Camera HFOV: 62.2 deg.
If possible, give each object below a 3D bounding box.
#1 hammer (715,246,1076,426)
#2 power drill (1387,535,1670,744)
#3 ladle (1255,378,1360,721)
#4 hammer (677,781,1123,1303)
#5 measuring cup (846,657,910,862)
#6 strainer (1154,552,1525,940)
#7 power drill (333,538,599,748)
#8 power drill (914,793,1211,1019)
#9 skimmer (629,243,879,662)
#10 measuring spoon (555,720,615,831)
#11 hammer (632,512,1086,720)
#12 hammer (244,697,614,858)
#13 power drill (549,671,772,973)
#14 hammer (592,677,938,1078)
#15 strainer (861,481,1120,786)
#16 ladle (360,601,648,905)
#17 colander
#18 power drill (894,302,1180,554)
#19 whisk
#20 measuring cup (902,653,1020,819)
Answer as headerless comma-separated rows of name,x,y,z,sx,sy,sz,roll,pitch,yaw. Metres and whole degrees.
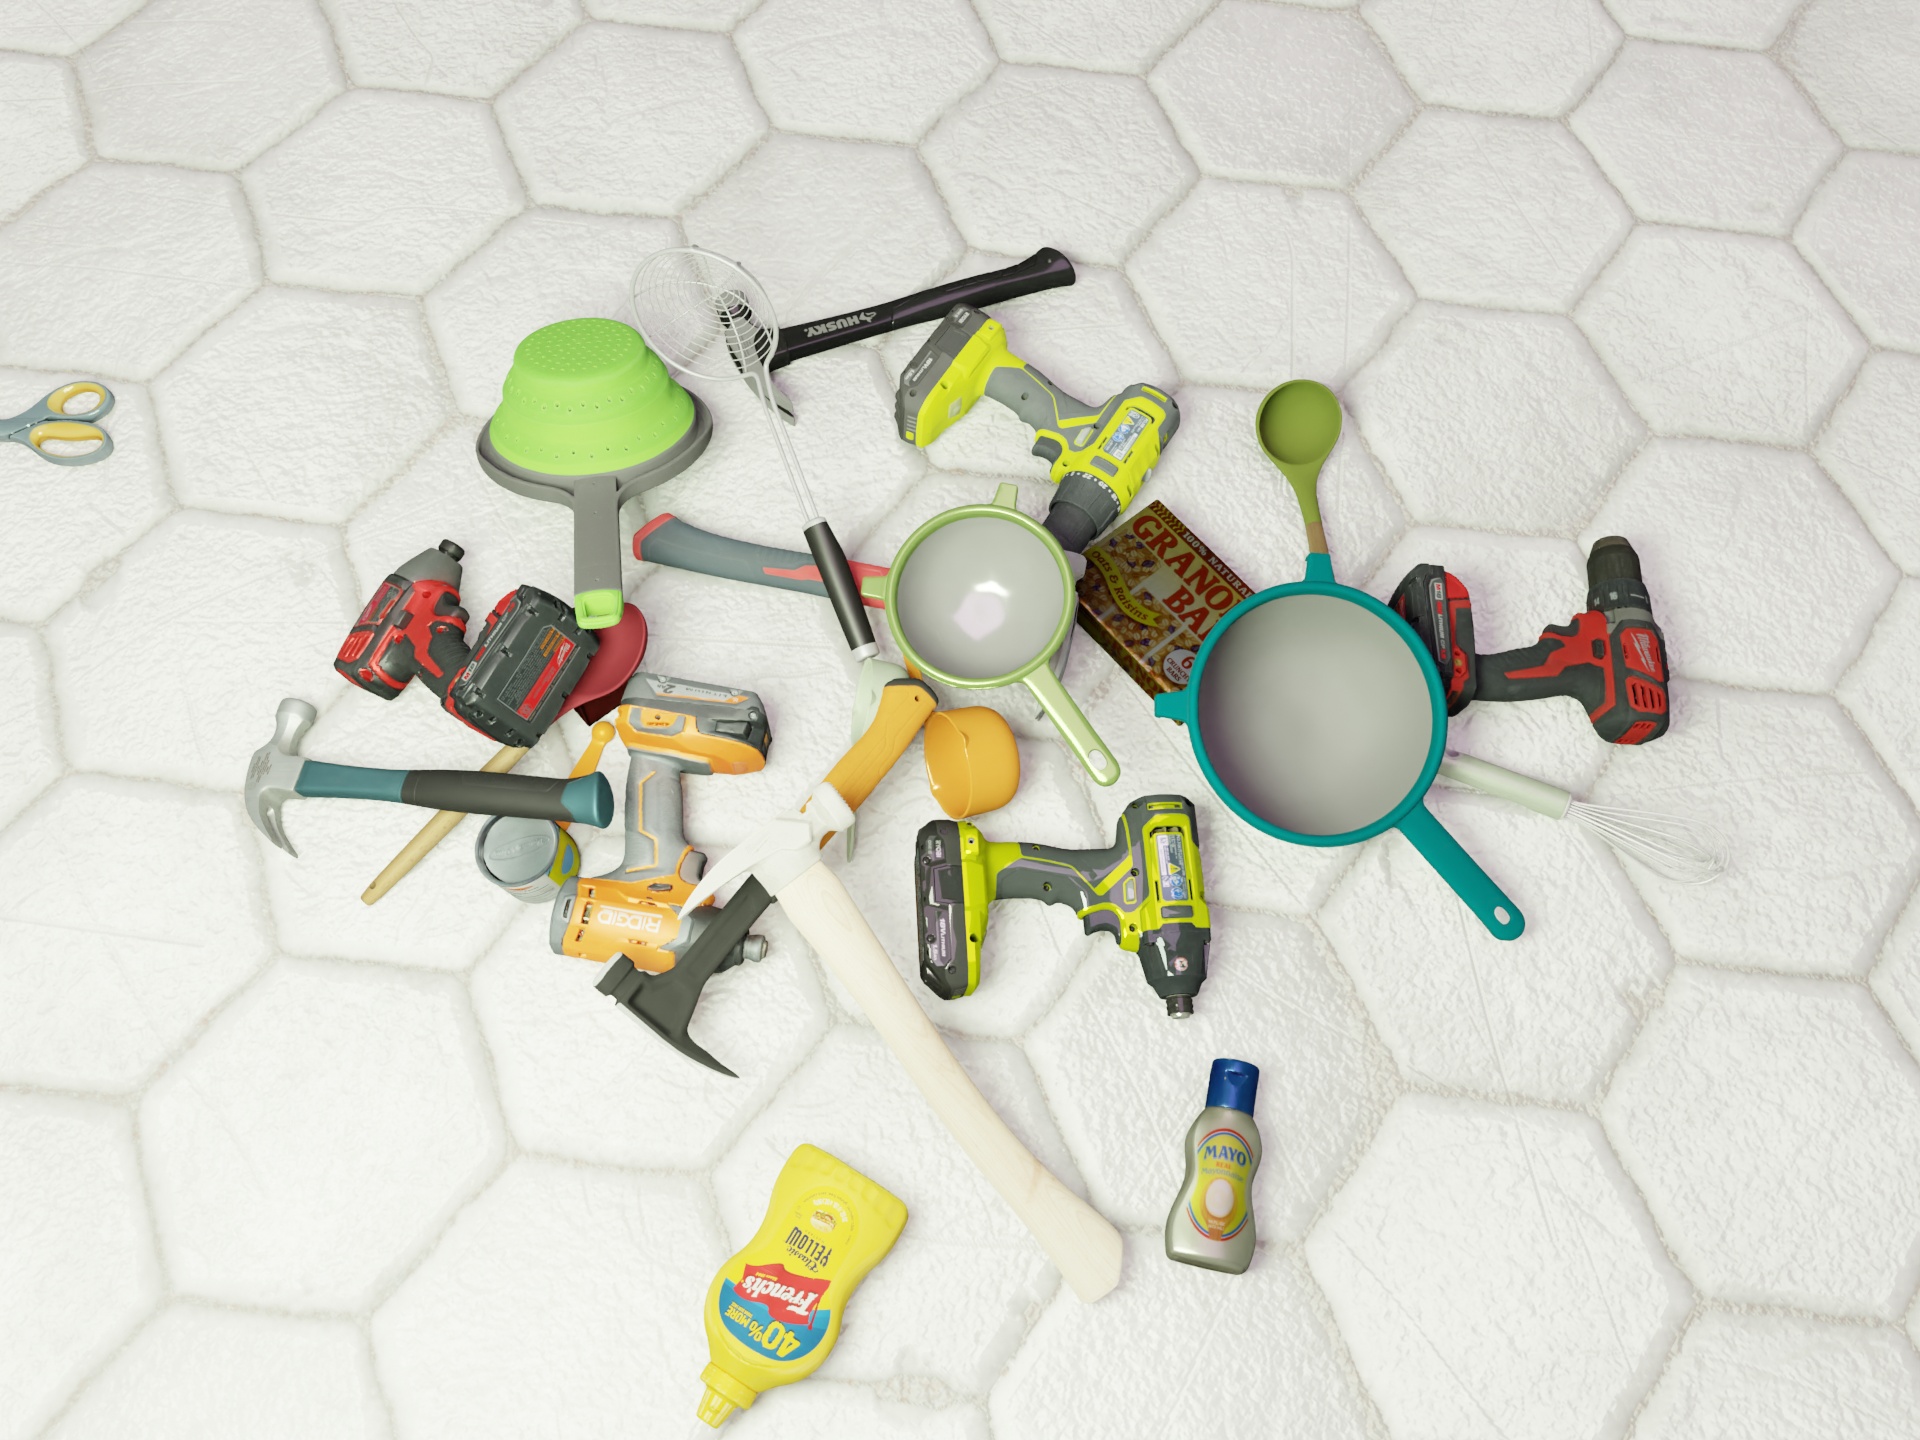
hammer,-0.051,-0.379,1.491,0.334,0.035,0.146,-18,66,-10
power drill,0.481,-0.078,1.344,0.226,0.080,0.188,5,65,-2
ladle,0.315,-0.152,1.384,0.078,0.062,0.320,-5,68,-1
hammer,-0.031,0.249,1.140,0.146,0.038,0.410,-37,88,-8
measuring cup,-0.068,0.033,1.290,0.038,0.083,0.168,7,81,-13
strainer,0.318,0.047,1.281,0.211,0.095,0.340,-42,90,-11
power drill,-0.399,-0.068,1.274,0.220,0.078,0.143,18,72,38
power drill,0.080,0.148,1.228,0.223,0.080,0.171,-2,70,-5
skimmer,-0.162,-0.214,1.304,0.090,0.127,0.363,-17,84,-51
measuring spoon,-0.313,0.050,1.297,0.021,0.011,0.117,19,67,7
hammer,-0.095,-0.103,1.351,0.386,0.038,0.143,11,86,8
hammer,-0.415,0.051,1.233,0.331,0.033,0.128,3,64,20
power drill,-0.214,0.087,1.248,0.164,0.084,0.227,10,69,2
hammer,-0.121,0.105,1.202,0.127,0.034,0.337,40,72,-7
strainer,0.048,-0.051,1.270,0.151,0.069,0.256,-35,80,-1
ladle,-0.359,0.030,1.258,0.315,0.031,0.069,-46,55,-3
colander,-0.304,-0.226,1.302,0.204,0.094,0.398,-8,43,-7
power drill,0.058,-0.253,1.414,0.228,0.080,0.191,31,68,9
whisk,0.498,0.073,1.292,0.246,0.059,0.058,21,30,12
measuring cup,-0.002,-0.004,1.289,0.052,0.095,0.174,-9,63,-23
